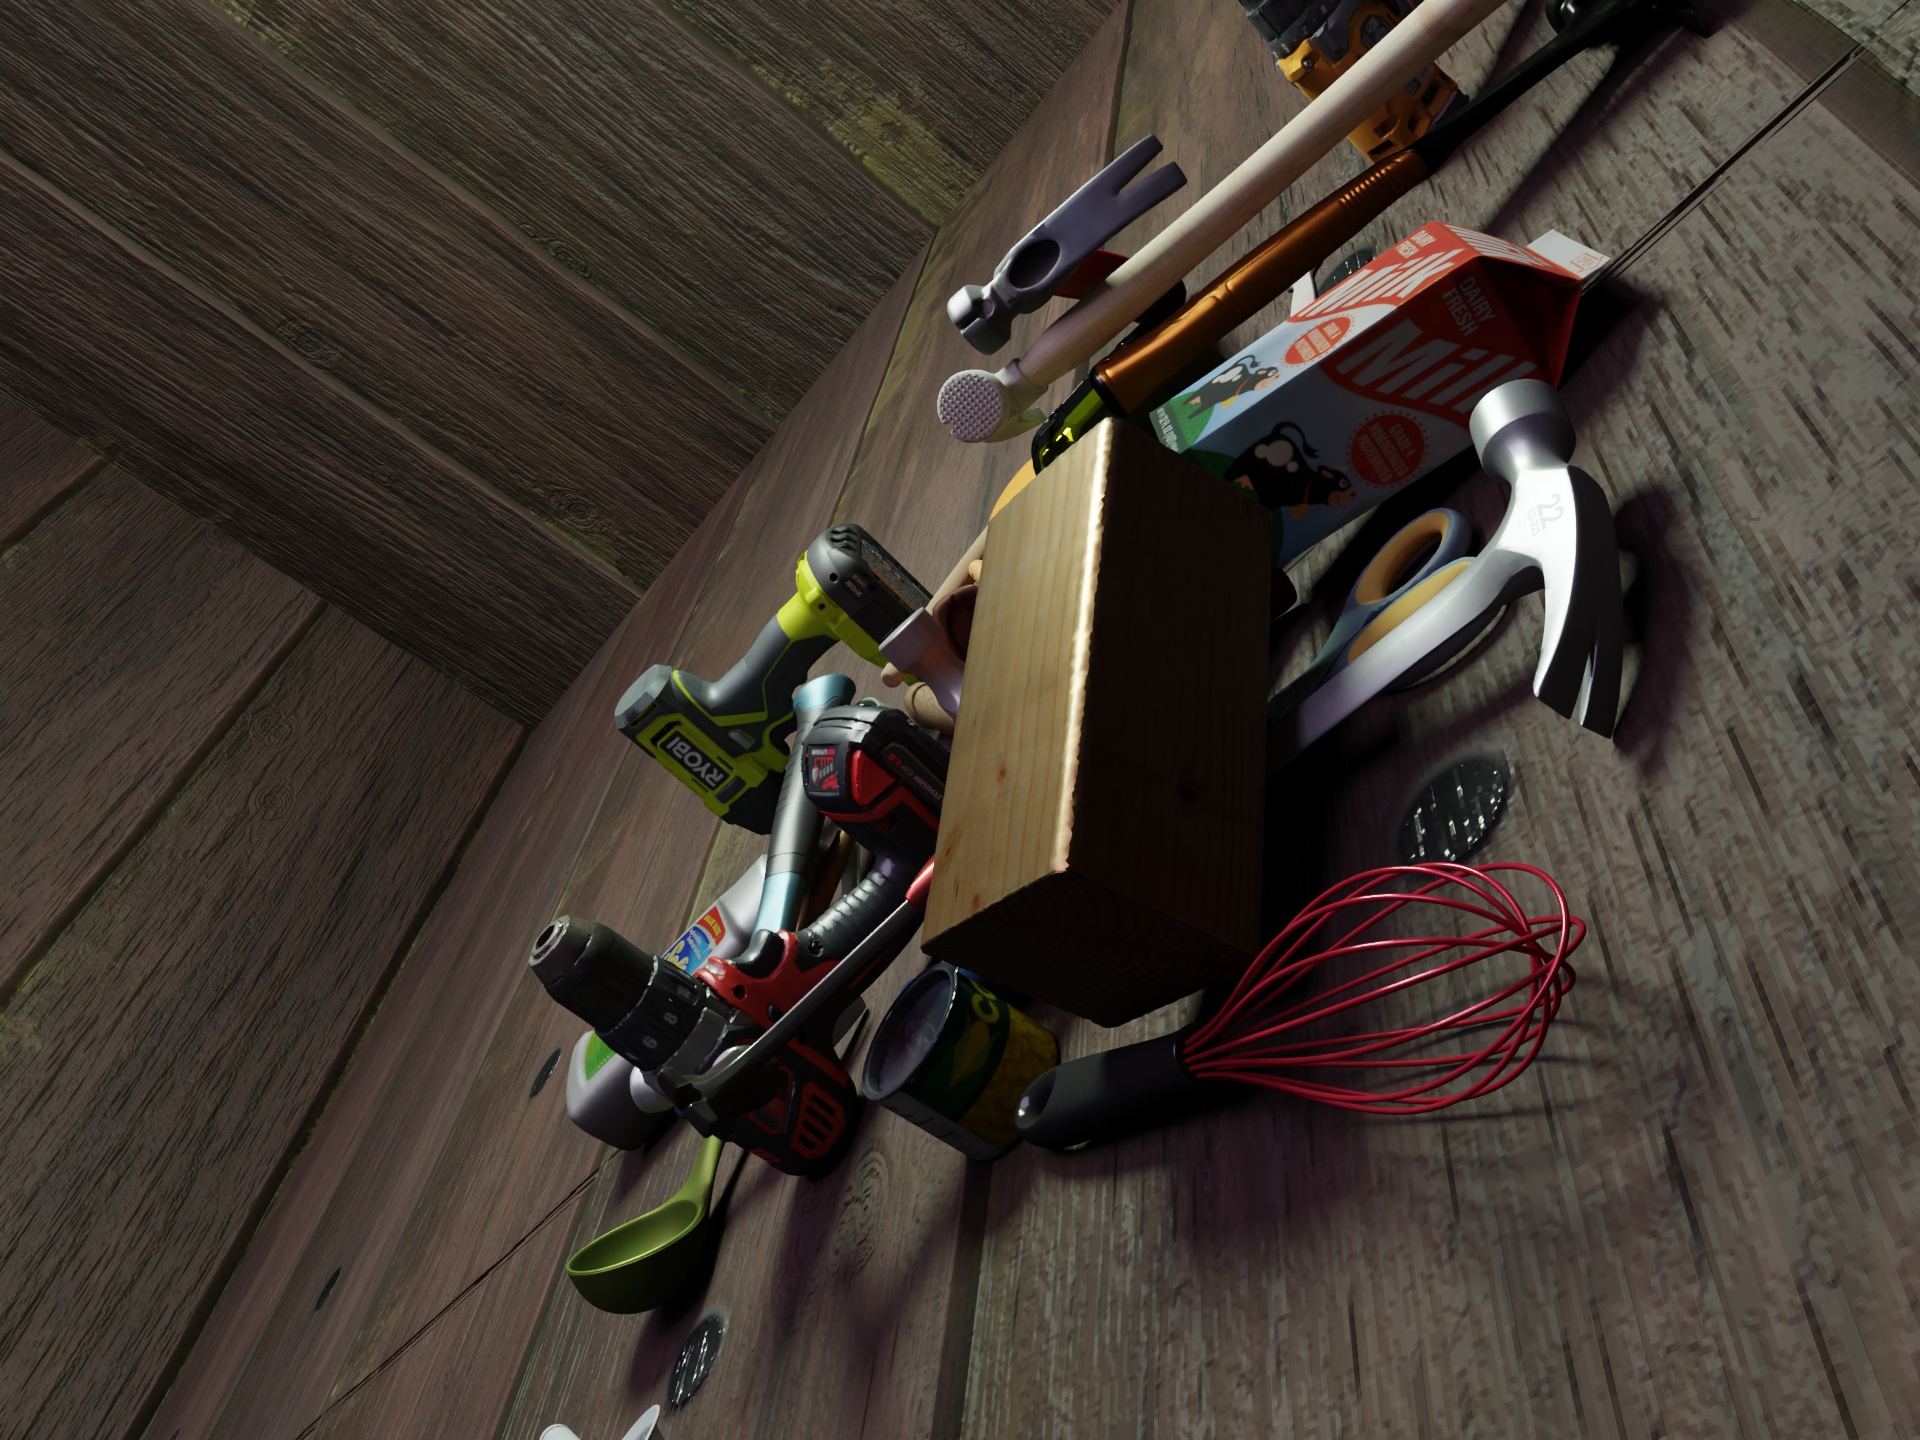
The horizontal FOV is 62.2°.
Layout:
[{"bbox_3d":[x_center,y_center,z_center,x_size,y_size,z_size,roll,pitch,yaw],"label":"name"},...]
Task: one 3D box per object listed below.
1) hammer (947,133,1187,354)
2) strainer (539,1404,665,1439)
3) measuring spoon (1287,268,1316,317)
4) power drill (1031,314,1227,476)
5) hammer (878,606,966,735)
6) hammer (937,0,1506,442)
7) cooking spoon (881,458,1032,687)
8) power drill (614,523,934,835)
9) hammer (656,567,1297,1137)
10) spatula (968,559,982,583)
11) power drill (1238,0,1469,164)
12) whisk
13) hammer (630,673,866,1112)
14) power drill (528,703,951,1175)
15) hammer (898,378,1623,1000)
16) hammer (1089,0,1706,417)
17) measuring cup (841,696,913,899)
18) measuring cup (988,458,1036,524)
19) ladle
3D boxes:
[{"bbox_3d":[0.109,-0.291,1.015,0.143,0.038,0.386,-36,0,22],"label":"hammer"},{"bbox_3d":[-0.180,0.373,0.782,0.087,0.050,0.258,-56,10,-25],"label":"strainer"},{"bbox_3d":[0.206,-0.263,0.978,0.034,0.018,0.124,-42,22,36],"label":"measuring spoon"},{"bbox_3d":[0.128,-0.155,0.891,0.190,0.080,0.229,-46,21,12],"label":"power drill"},{"bbox_3d":[-0.001,-0.003,0.920,0.031,0.130,0.331,-44,6,-3],"label":"hammer"},{"bbox_3d":[0.162,-0.289,0.843,0.410,0.038,0.146,-38,0,21],"label":"hammer"},{"bbox_3d":[0.016,-0.122,1.135,0.069,0.017,0.319,-21,25,40],"label":"cooking spoon"},{"bbox_3d":[-0.114,-0.019,1.153,0.223,0.171,0.080,-40,22,17],"label":"power drill"},{"bbox_3d":[0.015,0.049,0.711,0.359,0.037,0.149,-43,-8,-7],"label":"hammer"},{"bbox_3d":[0.043,-0.055,0.923,0.041,0.081,0.323,-27,21,-6],"label":"spatula"},{"bbox_3d":[0.257,-0.461,0.940,0.226,0.185,0.084,-56,15,-13],"label":"power drill"},{"bbox_3d":[0.091,0.109,0.532,0.295,0.073,0.073,-40,21,55],"label":"whisk"},{"bbox_3d":[-0.108,0.091,0.989,0.128,0.033,0.331,-13,40,19],"label":"hammer"},{"bbox_3d":[-0.093,0.098,0.824,0.227,0.187,0.080,-57,23,-18],"label":"power drill"},{"bbox_3d":[0.097,0.041,0.651,0.405,0.035,0.144,-44,31,38],"label":"hammer"},{"bbox_3d":[0.210,-0.267,0.821,0.337,0.034,0.127,-36,22,13],"label":"hammer"},{"bbox_3d":[-0.058,0.062,1.063,0.083,0.038,0.168,-41,38,42],"label":"measuring cup"},{"bbox_3d":[0.045,-0.111,1.062,0.095,0.052,0.174,-33,27,50],"label":"measuring cup"},{"bbox_3d":[-0.135,0.194,0.940,0.078,0.062,0.320,-18,41,48],"label":"ladle"}]
